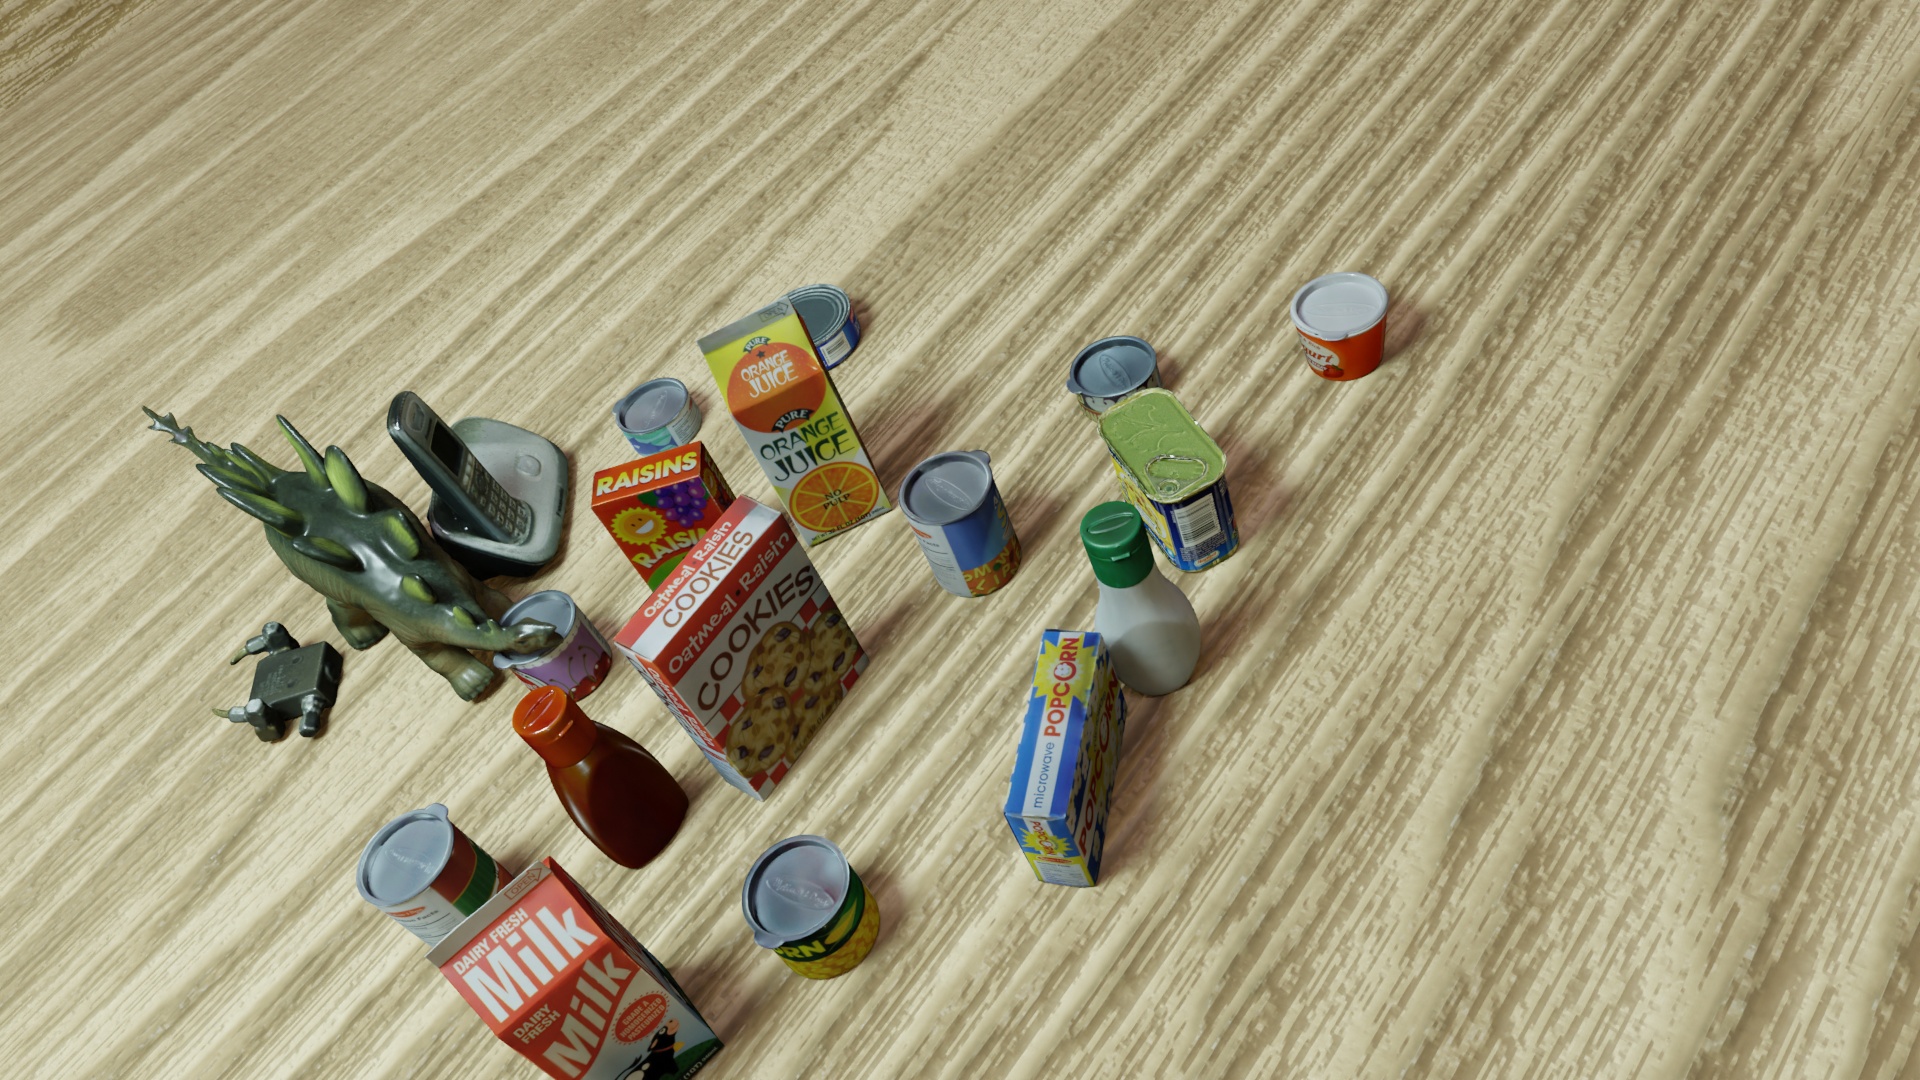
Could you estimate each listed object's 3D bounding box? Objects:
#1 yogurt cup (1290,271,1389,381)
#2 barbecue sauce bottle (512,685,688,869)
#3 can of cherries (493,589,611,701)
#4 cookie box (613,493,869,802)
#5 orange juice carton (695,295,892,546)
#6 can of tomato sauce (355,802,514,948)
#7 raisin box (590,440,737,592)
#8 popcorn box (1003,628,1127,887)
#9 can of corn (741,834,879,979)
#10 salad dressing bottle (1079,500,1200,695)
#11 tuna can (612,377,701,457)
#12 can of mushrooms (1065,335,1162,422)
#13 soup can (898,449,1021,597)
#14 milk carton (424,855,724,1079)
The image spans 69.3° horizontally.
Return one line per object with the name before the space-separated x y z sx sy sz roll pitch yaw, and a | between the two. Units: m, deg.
yogurt cup | 0.275 -0.152 1.002 0.072 0.053 0.073 -11 48 12
barbecue sauce bottle | -0.227 0.146 0.872 0.044 0.148 0.065 19 60 33
can of cherries | -0.301 0.081 1.020 0.071 0.058 0.072 -11 48 12
cookie box | -0.134 0.071 0.889 0.040 0.166 0.123 20 60 34
orange juice carton | -0.121 -0.091 1.007 0.072 0.191 0.073 -25 46 0
can of tomato sauce | -0.334 0.220 0.894 0.071 0.082 0.071 -11 48 12
raisin box | -0.203 -0.009 1.016 0.086 0.123 0.040 -15 47 9
popcorn box | 0.064 0.127 0.819 0.038 0.085 0.127 -1 51 21
can of corn | -0.088 0.218 0.817 0.071 0.058 0.071 -11 48 12
salad dressing bottle | 0.106 0.036 0.839 0.064 0.147 0.044 -18 47 6
tuna can | -0.259 -0.104 1.183 0.071 0.032 0.071 -11 48 12
can of mushrooms | 0.116 -0.120 1.050 0.071 0.033 0.071 -11 48 12
soup can | 0.003 -0.012 0.965 0.071 0.083 0.072 -11 48 12
milk carton | -0.210 0.241 0.754 0.072 0.189 0.073 -41 49 -15
